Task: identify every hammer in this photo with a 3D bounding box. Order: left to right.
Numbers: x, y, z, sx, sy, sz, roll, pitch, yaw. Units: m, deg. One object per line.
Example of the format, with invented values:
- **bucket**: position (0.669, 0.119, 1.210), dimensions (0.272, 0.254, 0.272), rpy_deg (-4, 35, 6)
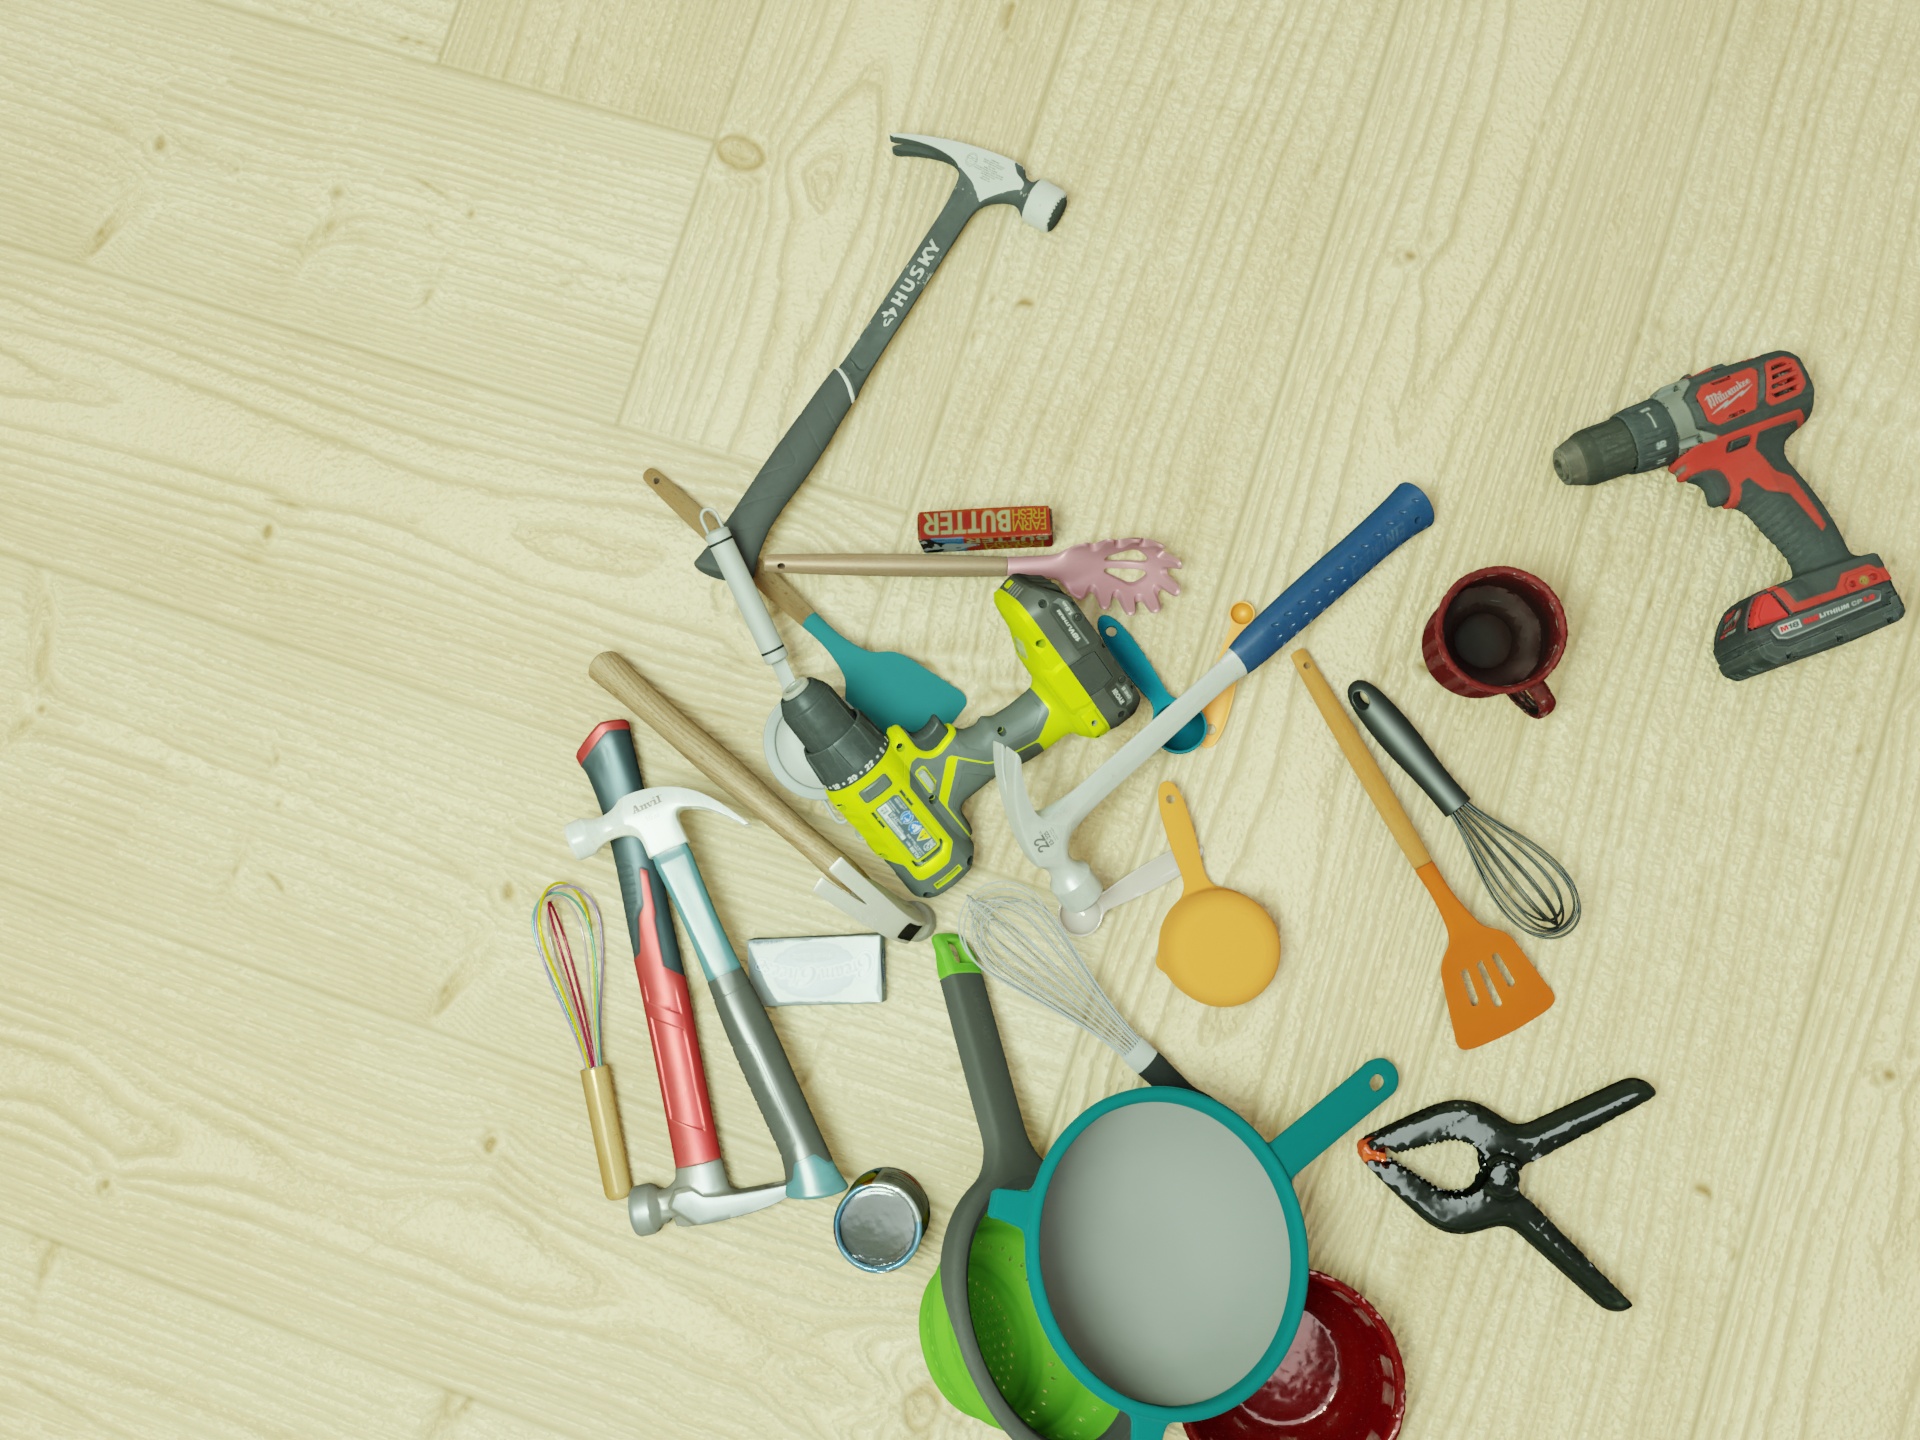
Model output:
- **hammer**: position (-0.215, 0.185, 1.216), dimensions (0.143, 0.038, 0.386), rpy_deg (-13, 83, 2)
- **hammer**: position (-0.170, 0.201, 1.178), dimensions (0.128, 0.033, 0.331), rpy_deg (-24, 83, -7)
- **hammer**: position (-0.159, 0.054, 1.199), dimensions (0.331, 0.130, 0.031), rpy_deg (39, 90, 16)
- **hammer**: position (-0.084, -0.282, 1.245), dimensions (0.149, 0.036, 0.409), rpy_deg (32, 83, 9)
- **hammer**: position (0.193, -0.040, 1.167), dimensions (0.405, 0.035, 0.144), rpy_deg (-41, 119, -11)

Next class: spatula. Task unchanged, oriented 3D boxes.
- **spatula**: position (-0.136, -0.092, 1.249), dimensions (0.317, 0.044, 0.082), rpy_deg (43, 89, 12)
- **spatula**: position (0.332, 0.088, 1.192), dimensions (0.081, 0.041, 0.323), rpy_deg (-28, 78, 1)

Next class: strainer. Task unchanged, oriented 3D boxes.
- **strainer**: position (-0.135, -0.044, 1.207), dimensions (0.087, 0.050, 0.258), rpy_deg (-21, 101, 18)
- **strainer**: position (0.173, 0.336, 1.118), dimensions (0.340, 0.095, 0.211), rpy_deg (-28, 83, -30)

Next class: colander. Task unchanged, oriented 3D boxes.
- **colander**: position (0.017, 0.353, 1.150), dimensions (0.094, 0.204, 0.397), rpy_deg (-33, 62, 34)

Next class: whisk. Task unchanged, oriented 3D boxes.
- **whisk**: position (-0.288, 0.244, 1.214), dimensions (0.051, 0.047, 0.245), rpy_deg (-12, 86, 2)
- **whisk**: position (0.109, 0.226, 1.177), dimensions (0.284, 0.070, 0.070), rpy_deg (43, 88, 3)
- **whisk**: position (0.370, 0.062, 1.180), dimensions (0.055, 0.055, 0.239), rpy_deg (-39, 78, 0)

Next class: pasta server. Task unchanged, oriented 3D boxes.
- **pasta server**: position (0.009, -0.116, 1.211), dimensions (0.316, 0.040, 0.060), rpy_deg (1, 112, -3)

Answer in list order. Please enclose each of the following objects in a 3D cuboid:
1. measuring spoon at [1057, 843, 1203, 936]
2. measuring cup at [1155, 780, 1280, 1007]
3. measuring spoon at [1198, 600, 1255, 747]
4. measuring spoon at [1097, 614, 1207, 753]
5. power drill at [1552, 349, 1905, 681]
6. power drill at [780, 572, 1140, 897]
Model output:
- **measuring spoon**: position (0.129, 0.125, 1.209), dimensions (0.124, 0.018, 0.034), rpy_deg (-27, 93, -6)
- **measuring cup**: position (0.180, 0.128, 1.176), dimensions (0.095, 0.052, 0.173), rpy_deg (-17, 89, 0)
- **measuring spoon**: position (0.203, -0.035, 1.223), dimensions (0.021, 0.011, 0.117), rpy_deg (15, 89, 6)
- **measuring spoon**: position (0.144, -0.028, 1.225), dimensions (0.042, 0.021, 0.129), rpy_deg (-32, 73, -5)
- **power drill**: position (0.562, -0.147, 1.173), dimensions (0.188, 0.080, 0.227), rpy_deg (-20, 80, 2)
- **power drill**: position (-0.002, -0.004, 1.171), dimensions (0.228, 0.080, 0.190), rpy_deg (-38, 111, -2)
